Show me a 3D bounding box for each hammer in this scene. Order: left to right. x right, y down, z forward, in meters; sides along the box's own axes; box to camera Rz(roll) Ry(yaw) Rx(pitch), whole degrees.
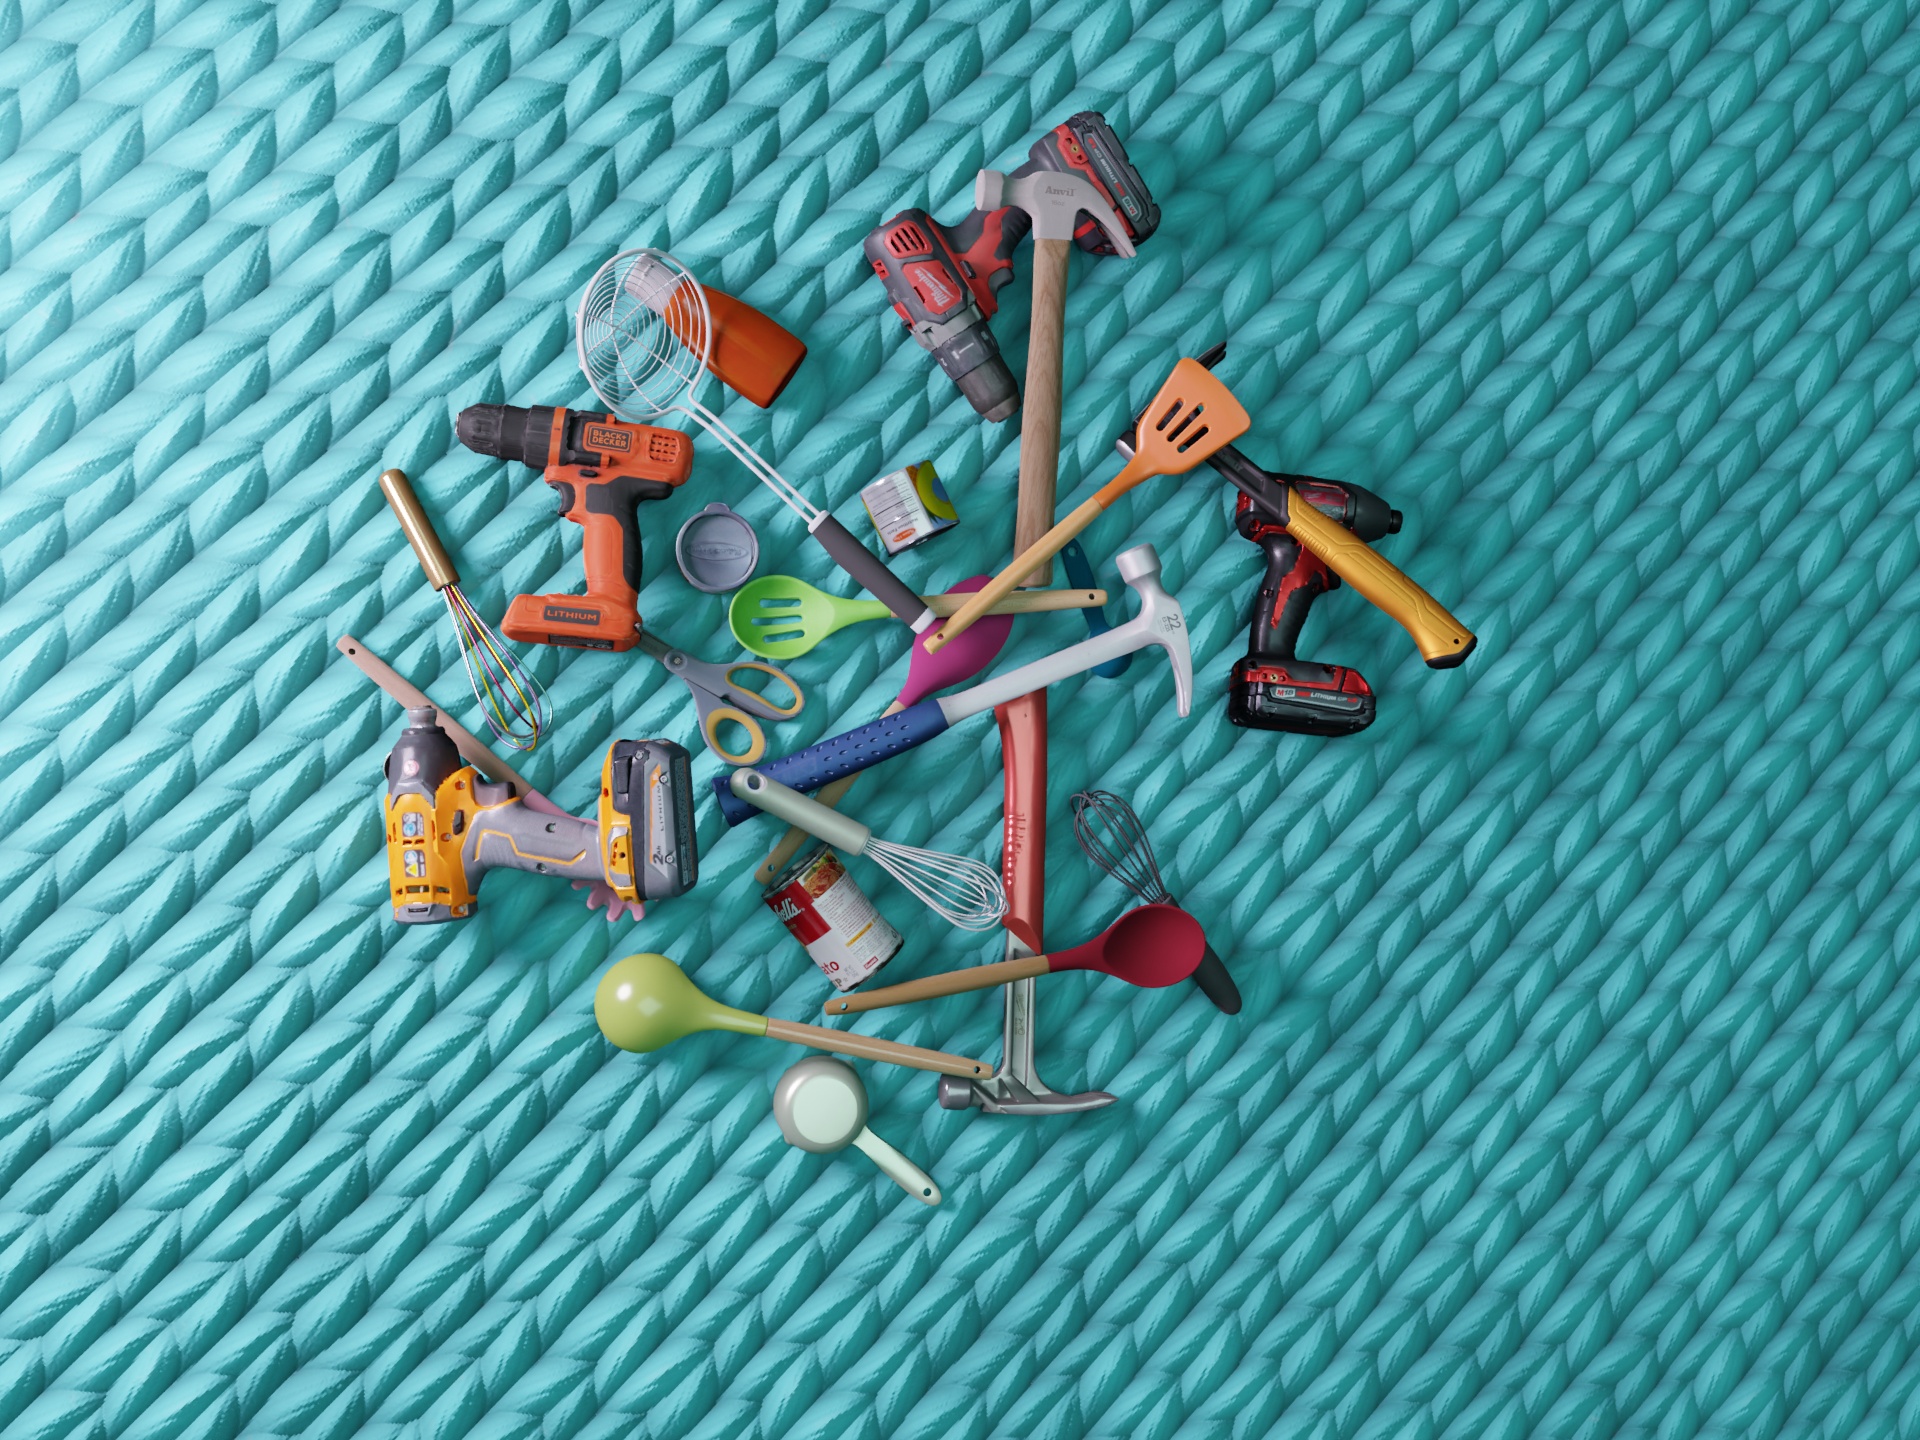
[{"bbox_3d":[-0.002,-0.004,1.285,0.405,0.035,0.144,-22,87,-5],"label":"hammer"},{"bbox_3d":[0.061,0.145,1.322,0.149,0.037,0.359,2,87,-12],"label":"hammer"},{"bbox_3d":[0.071,-0.274,1.303,0.130,0.031,0.331,-1,104,-13],"label":"hammer"},{"bbox_3d":[0.292,-0.168,1.314,0.337,0.034,0.127,43,87,13],"label":"hammer"}]

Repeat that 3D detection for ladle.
[{"bbox_3d":[-0.130,0.249,1.263,0.320,0.062,0.078,14,76,-11],"label":"ladle"},{"bbox_3d":[0.046,0.203,1.283,0.315,0.031,0.069,-9,89,-12],"label":"ladle"}]

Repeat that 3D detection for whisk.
[{"bbox_3d":[-0.386,-0.087,1.239,0.051,0.047,0.245,-28,90,-11],"label":"whisk"},{"bbox_3d":[-0.070,0.100,1.252,0.246,0.059,0.058,28,60,-10],"label":"whisk"},{"bbox_3d":[0.167,0.154,1.342,0.055,0.055,0.239,-37,99,-11],"label":"whisk"}]

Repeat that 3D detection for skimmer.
[{"bbox_3d":[-0.147,-0.206,1.234,0.363,0.090,0.127,43,63,-7],"label":"skimmer"}]

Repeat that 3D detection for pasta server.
[{"bbox_3d":[-0.360,0.042,1.239,0.316,0.040,0.060,41,91,-6],"label":"pasta server"}]

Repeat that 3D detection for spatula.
[{"bbox_3d":[0.094,-0.164,1.297,0.322,0.041,0.081,-41,82,-6],"label":"spatula"}]

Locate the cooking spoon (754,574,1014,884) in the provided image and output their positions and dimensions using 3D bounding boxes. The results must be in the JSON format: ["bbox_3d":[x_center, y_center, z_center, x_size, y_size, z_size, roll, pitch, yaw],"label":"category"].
[{"bbox_3d":[-0.064,0.008,1.312,0.068,0.017,0.319,40,79,-7],"label":"cooking spoon"}]

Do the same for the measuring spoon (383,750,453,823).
[{"bbox_3d":[-0.398,0.066,1.245,0.124,0.018,0.034,43,80,-13],"label":"measuring spoon"}]

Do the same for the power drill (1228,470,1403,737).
[{"bbox_3d":[0.304,-0.101,1.364,0.143,0.078,0.220,6,82,-6],"label":"power drill"}]

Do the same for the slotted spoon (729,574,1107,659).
[{"bbox_3d":[-0.032,-0.091,1.309,0.313,0.031,0.070,-4,84,-9],"label":"slotted spoon"}]

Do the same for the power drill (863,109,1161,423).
[{"bbox_3d":[0.054,-0.377,1.329,0.226,0.080,0.188,-35,101,-7],"label":"power drill"}]

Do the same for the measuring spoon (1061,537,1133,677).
[{"bbox_3d":[0.114,-0.098,1.352,0.042,0.021,0.128,-21,93,-12],"label":"measuring spoon"}]

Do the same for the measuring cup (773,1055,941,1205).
[{"bbox_3d":[-0.077,0.339,1.281,0.167,0.038,0.083,41,80,-5],"label":"measuring cup"}]

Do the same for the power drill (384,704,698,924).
[{"bbox_3d":[-0.319,0.065,1.191,0.226,0.084,0.164,-4,92,3],"label":"power drill"}]
